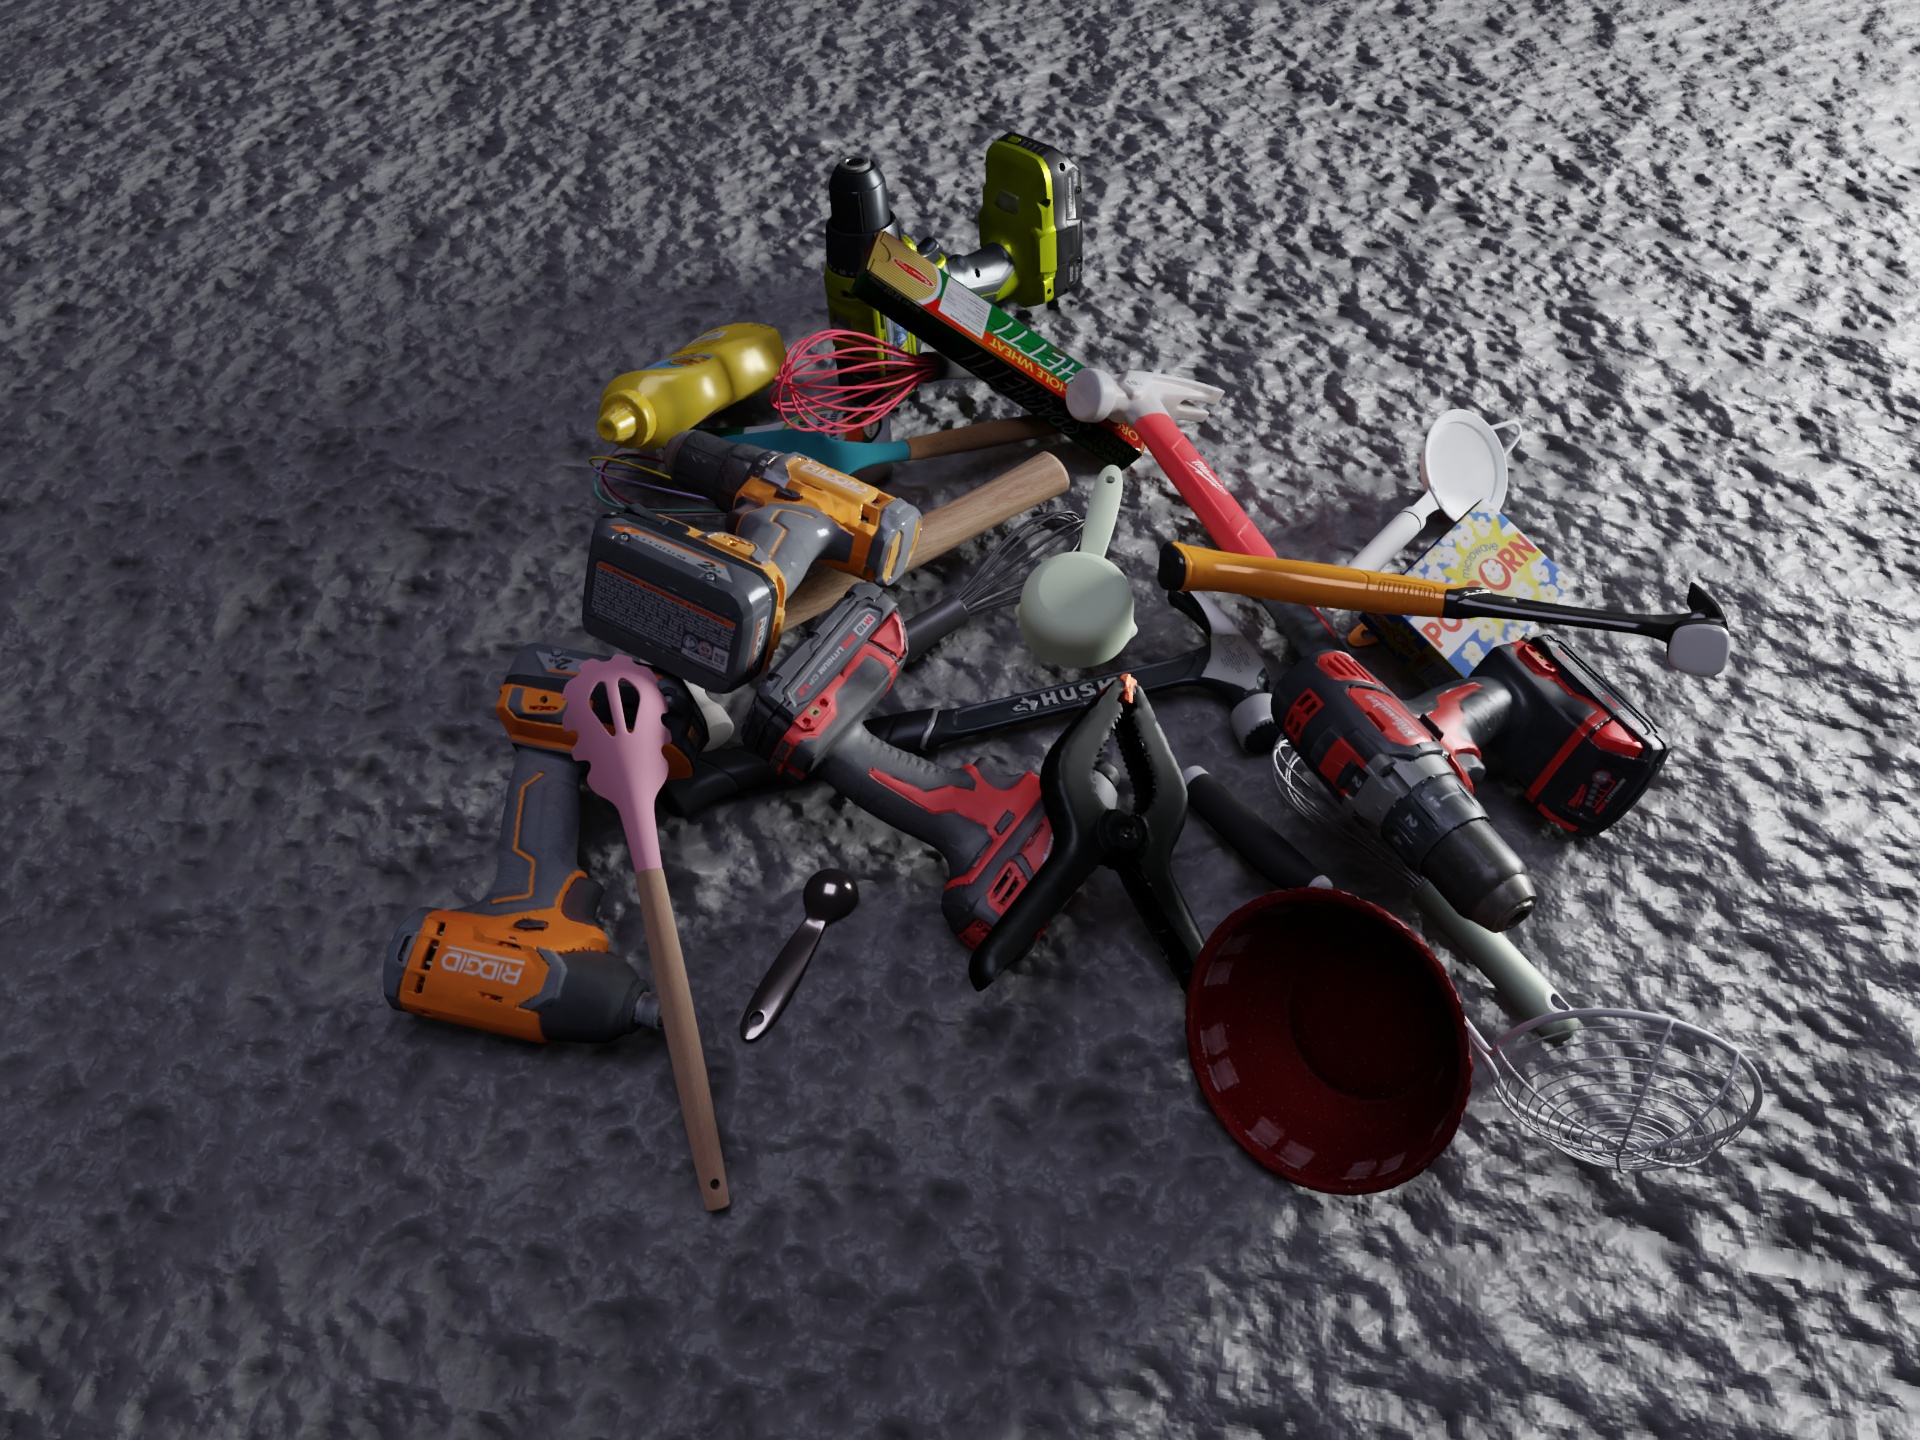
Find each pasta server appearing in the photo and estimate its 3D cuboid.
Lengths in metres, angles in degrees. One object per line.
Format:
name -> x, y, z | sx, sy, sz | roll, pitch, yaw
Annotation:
pasta server -> -0.168, 0.111, 0.883 | 0.060, 0.040, 0.316 | -11, 81, -14

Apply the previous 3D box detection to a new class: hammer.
hammer -> -0.002, -0.003, 1.042 | 0.409, 0.036, 0.149 | -12, 51, -7
hammer -> 0.291, -0.078, 0.988 | 0.337, 0.034, 0.127 | 9, 18, 17
hammer -> 0.217, -0.104, 1.097 | 0.143, 0.038, 0.387 | -3, 51, -39
hammer -> -0.071, -0.105, 1.107 | 0.331, 0.031, 0.130 | -29, 62, -15

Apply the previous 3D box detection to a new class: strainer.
strainer -> 0.318, -0.145, 1.118 | 0.258, 0.086, 0.050 | -41, 16, -35

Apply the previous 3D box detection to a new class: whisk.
whisk -> 0.271, 0.094, 0.947 | 0.057, 0.059, 0.247 | -9, 50, -44
whisk -> -0.162, -0.160, 1.170 | 0.245, 0.047, 0.051 | 15, 52, 10
whisk -> -0.036, -0.259, 1.172 | 0.073, 0.073, 0.296 | 31, 31, 24
whisk -> -0.003, -0.077, 1.097 | 0.239, 0.055, 0.055 | -33, 57, -16

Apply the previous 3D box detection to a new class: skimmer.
skimmer -> 0.267, 0.118, 0.900 | 0.090, 0.127, 0.364 | -32, 47, -15

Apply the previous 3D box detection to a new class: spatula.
spatula -> -0.023, -0.201, 1.176 | 0.317, 0.044, 0.082 | -15, 81, -27

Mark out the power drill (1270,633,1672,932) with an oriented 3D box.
power drill -> 0.307, 0.031, 0.916 | 0.226, 0.080, 0.188 | -6, 46, -35

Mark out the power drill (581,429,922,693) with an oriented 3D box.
power drill -> -0.150, -0.117, 1.013 | 0.185, 0.084, 0.226 | 25, 33, 13

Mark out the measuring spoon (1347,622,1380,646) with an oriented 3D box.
measuring spoon -> 0.318, -0.074, 1.101 | 0.117, 0.011, 0.021 | -24, 58, -11

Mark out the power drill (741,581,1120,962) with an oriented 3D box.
power drill -> -0.011, 0.027, 0.956 | 0.219, 0.078, 0.143 | 40, 64, 2

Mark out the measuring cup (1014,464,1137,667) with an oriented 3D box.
measuring cup -> 0.087, -0.114, 1.064 | 0.083, 0.038, 0.168 | 11, 62, 8

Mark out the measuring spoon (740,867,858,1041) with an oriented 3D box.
measuring spoon -> -0.098, 0.136, 0.945 | 0.034, 0.018, 0.124 | 18, 55, 16

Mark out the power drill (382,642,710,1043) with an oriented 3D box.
power drill -> -0.225, 0.078, 0.941 | 0.164, 0.084, 0.227 | 11, 68, 10

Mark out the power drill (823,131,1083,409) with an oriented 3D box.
power drill -> -0.011, -0.370, 1.240 | 0.228, 0.190, 0.080 | -34, 50, -28
